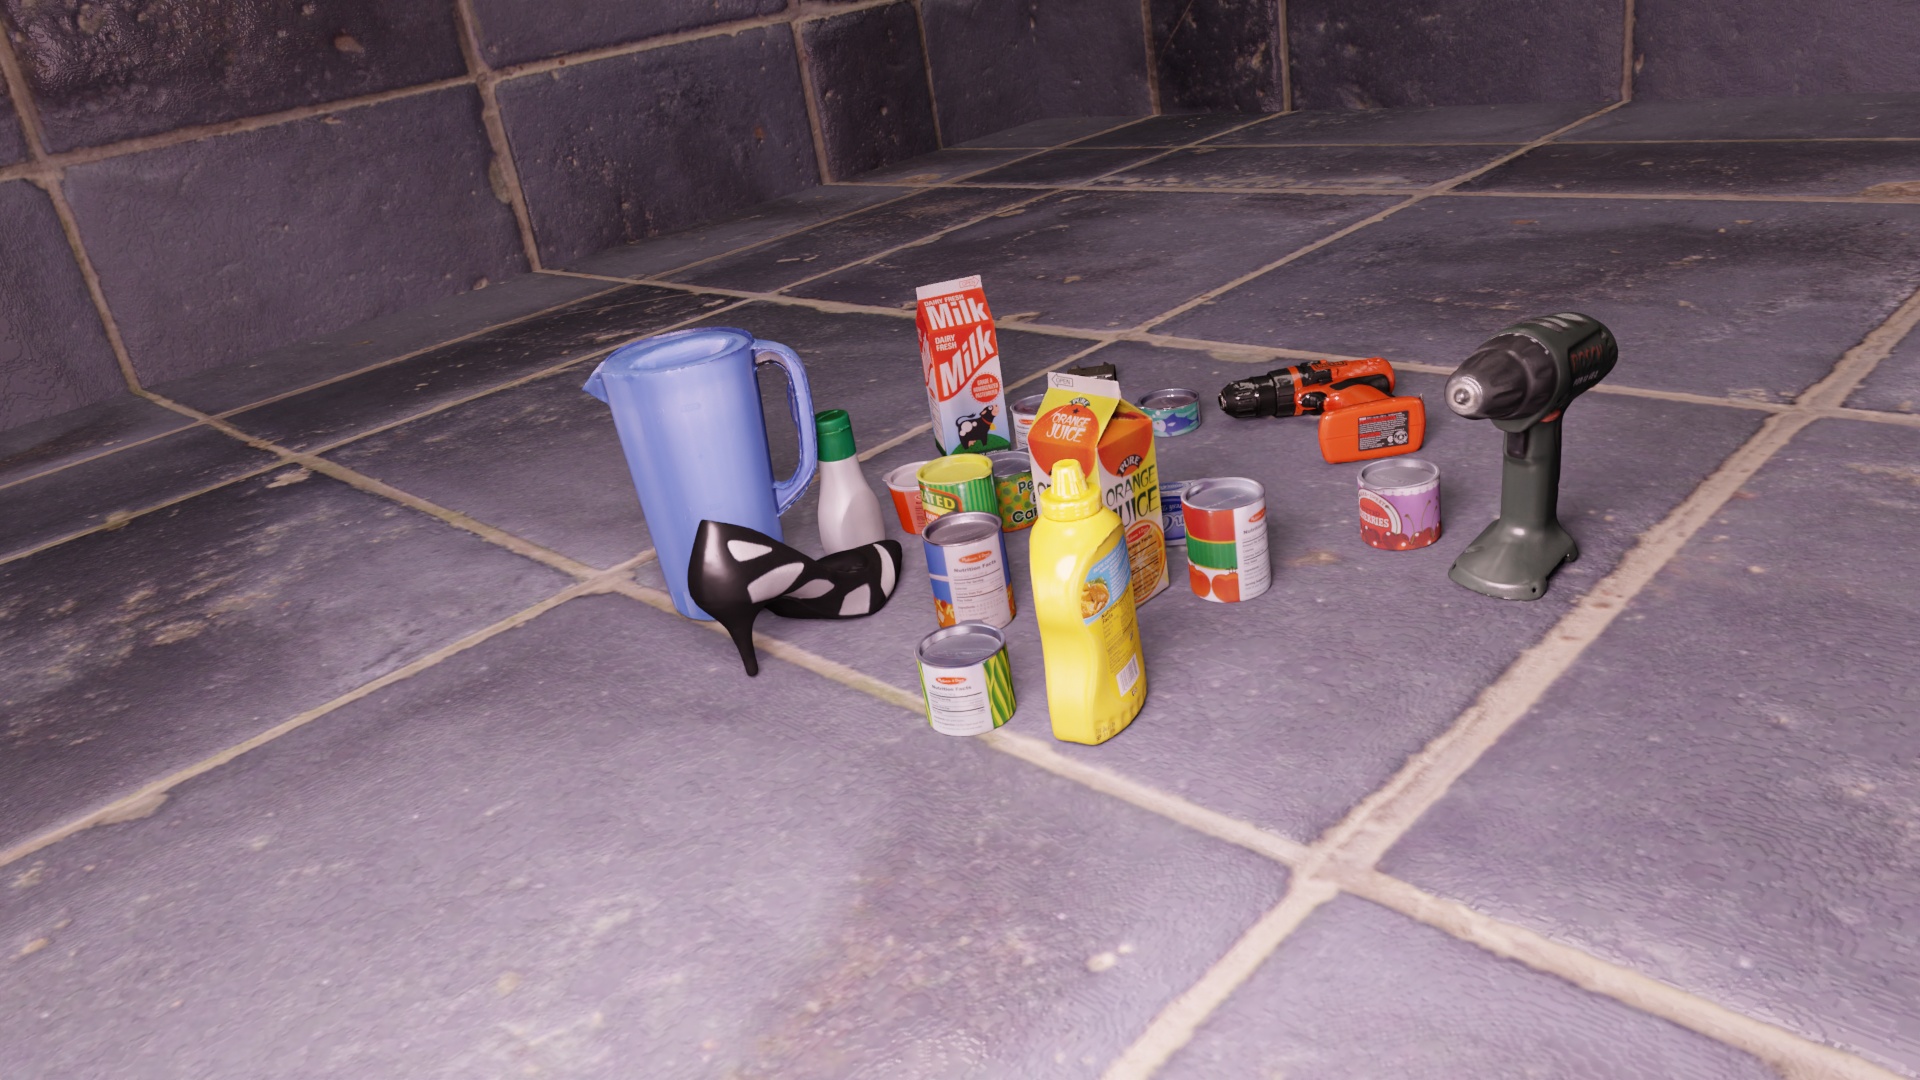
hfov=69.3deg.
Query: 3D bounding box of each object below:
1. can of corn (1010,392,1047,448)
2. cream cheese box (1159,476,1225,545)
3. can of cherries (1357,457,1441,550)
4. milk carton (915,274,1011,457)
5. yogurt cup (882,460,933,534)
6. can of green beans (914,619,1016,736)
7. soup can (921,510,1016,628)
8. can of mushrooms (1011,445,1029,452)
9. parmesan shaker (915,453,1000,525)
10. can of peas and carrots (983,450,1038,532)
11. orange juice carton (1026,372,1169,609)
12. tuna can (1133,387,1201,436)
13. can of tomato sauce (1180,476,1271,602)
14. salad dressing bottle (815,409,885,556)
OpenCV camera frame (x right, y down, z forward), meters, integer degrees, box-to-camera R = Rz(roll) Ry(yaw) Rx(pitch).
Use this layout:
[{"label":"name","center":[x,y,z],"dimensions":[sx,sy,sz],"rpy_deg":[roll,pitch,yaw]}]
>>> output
[{"label":"can of corn","center":[0.091,-0.118,1.461],"dimensions":[0.071,0.058,0.071],"rpy_deg":[-8,23,4]},{"label":"cream cheese box","center":[0.184,-0.023,1.215],"dimensions":[0.104,0.053,0.024],"rpy_deg":[-6,23,9]},{"label":"can of cherries","center":[0.363,-0.030,1.156],"dimensions":[0.071,0.058,0.072],"rpy_deg":[-8,23,4]},{"label":"milk carton","center":[0.001,-0.183,1.478],"dimensions":[0.072,0.189,0.073],"rpy_deg":[-13,23,-8]},{"label":"yogurt cup","center":[-0.034,-0.040,1.337],"dimensions":[0.072,0.053,0.073],"rpy_deg":[-8,23,4]},{"label":"can of green beans","center":[0.004,0.100,1.000],"dimensions":[0.071,0.057,0.071],"rpy_deg":[-8,23,4]},{"label":"soup can","center":[0.007,0.026,1.134],"dimensions":[0.071,0.083,0.071],"rpy_deg":[-8,23,4]},{"label":"can of mushrooms","center":[0.076,-0.071,1.390],"dimensions":[0.071,0.033,0.071],"rpy_deg":[-8,23,4]},{"label":"parmesan shaker","center":[0.004,-0.015,1.204],"dimensions":[0.071,0.102,0.071],"rpy_deg":[-8,23,4]},{"label":"can of peas and carrots","center":[0.045,-0.047,1.315],"dimensions":[0.071,0.058,0.071],"rpy_deg":[-8,23,4]},{"label":"orange juice carton","center":[0.109,-0.040,1.109],"dimensions":[0.072,0.191,0.073],"rpy_deg":[14,32,43]},{"label":"tuna can","center":[0.222,-0.137,1.485],"dimensions":[0.071,0.032,0.071],"rpy_deg":[-8,23,4]},{"label":"can of tomato sauce","center":[0.213,-0.001,1.118],"dimensions":[0.071,0.082,0.071],"rpy_deg":[-8,23,4]},{"label":"salad dressing bottle","center":[-0.105,-0.044,1.256],"dimensions":[0.044,0.147,0.064],"rpy_deg":[11,30,39]}]
